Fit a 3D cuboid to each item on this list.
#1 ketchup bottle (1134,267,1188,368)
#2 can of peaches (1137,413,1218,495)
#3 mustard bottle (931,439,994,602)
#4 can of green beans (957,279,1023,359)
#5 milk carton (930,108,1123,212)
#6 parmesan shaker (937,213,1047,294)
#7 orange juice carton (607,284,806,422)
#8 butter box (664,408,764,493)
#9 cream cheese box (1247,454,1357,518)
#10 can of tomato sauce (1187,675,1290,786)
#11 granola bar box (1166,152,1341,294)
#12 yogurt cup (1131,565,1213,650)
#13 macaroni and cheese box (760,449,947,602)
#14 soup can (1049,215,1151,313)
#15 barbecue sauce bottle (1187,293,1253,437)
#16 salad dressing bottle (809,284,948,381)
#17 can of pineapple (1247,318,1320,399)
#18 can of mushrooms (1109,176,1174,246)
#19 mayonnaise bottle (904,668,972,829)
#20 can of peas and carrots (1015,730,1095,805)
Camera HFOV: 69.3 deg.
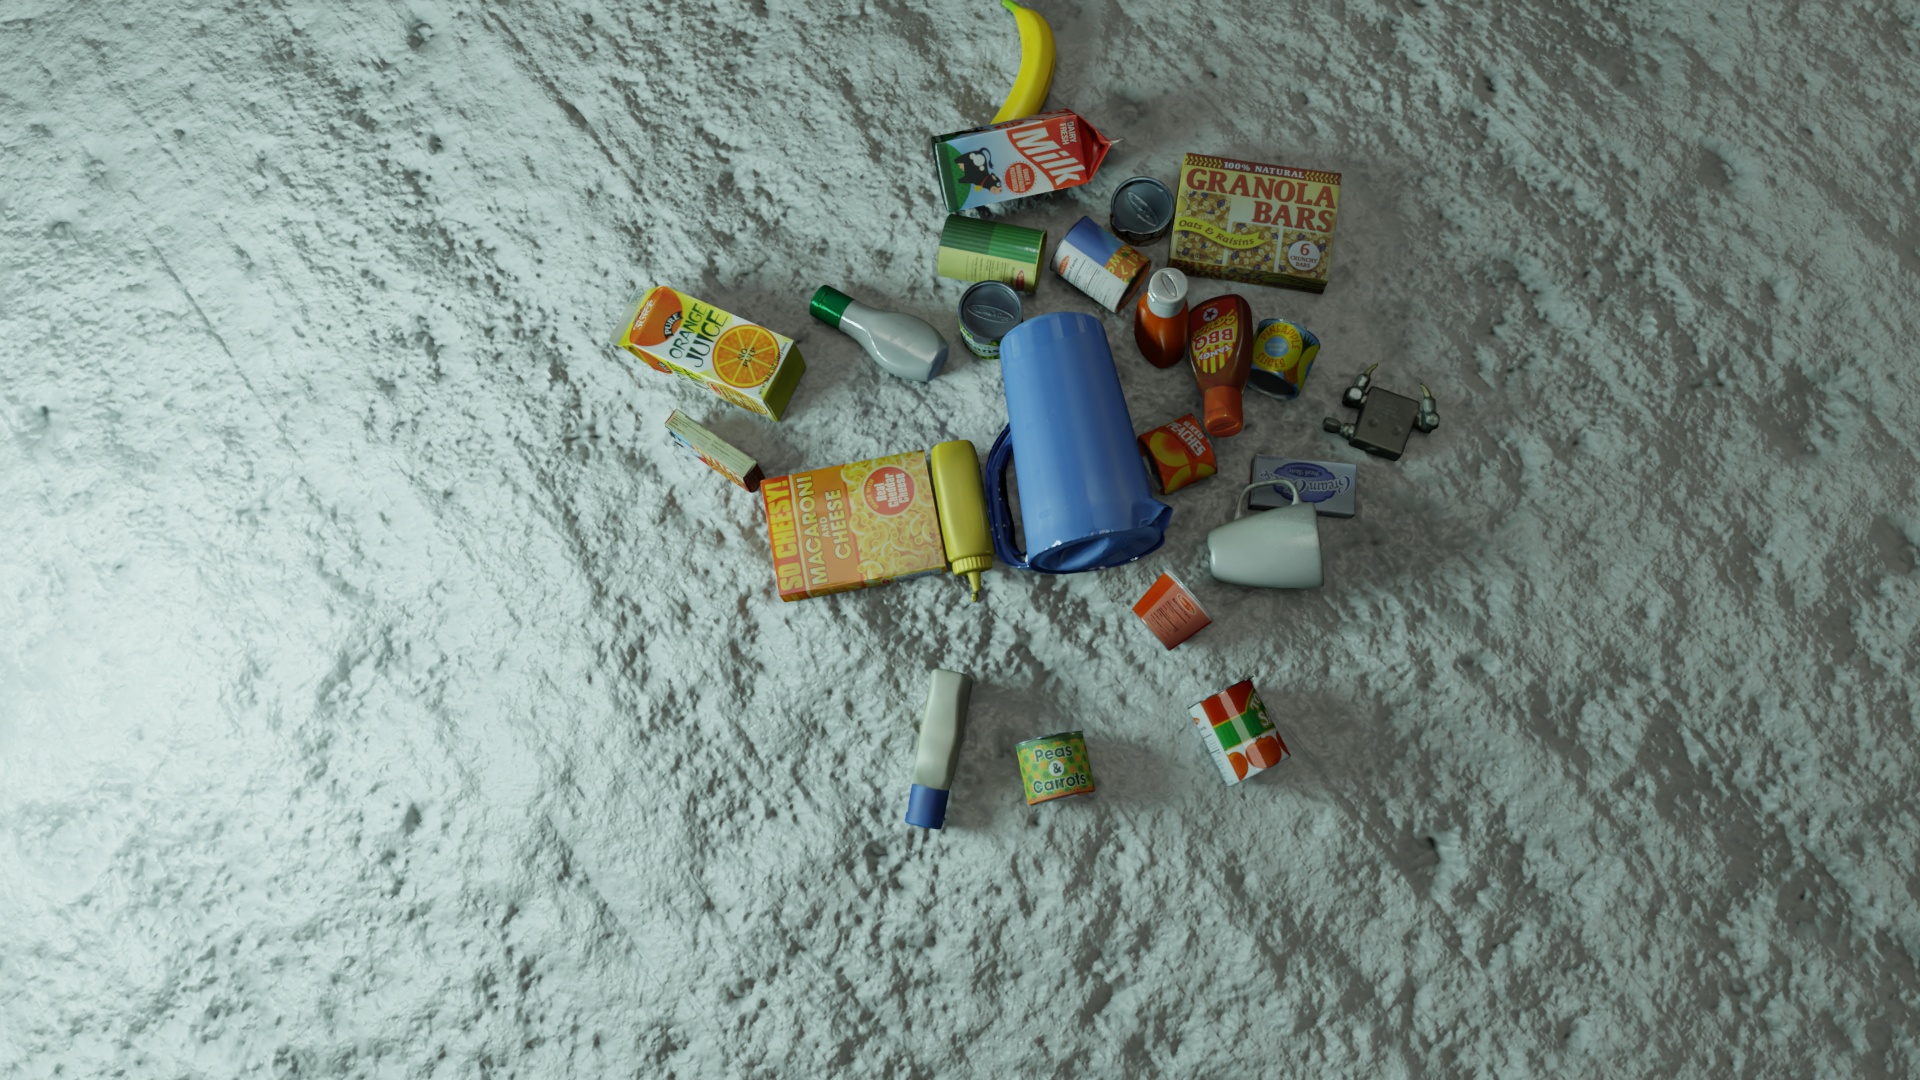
[{"bbox_3d":[0.200,-0.222,1.370,0.043,0.148,0.065,-26,77,-2],"label":"ketchup bottle"},{"bbox_3d":[0.214,-0.086,1.376,0.058,0.071,0.071,-23,77,-2],"label":"can of peaches"},{"bbox_3d":[0.005,-0.017,1.374,0.049,0.065,0.160,-9,81,-2],"label":"mustard bottle"},{"bbox_3d":[0.032,-0.225,1.425,0.071,0.057,0.071,-1,76,2],"label":"can of green beans"},{"bbox_3d":[0.070,-0.401,1.445,0.191,0.072,0.073,-12,112,-1],"label":"milk carton"},{"bbox_3d":[0.033,-0.299,1.436,0.103,0.071,0.071,12,77,6],"label":"parmesan shaker"},{"bbox_3d":[-0.263,-0.198,1.424,0.193,0.073,0.072,24,79,9],"label":"orange juice carton"},{"bbox_3d":[-0.249,-0.090,1.407,0.103,0.053,0.024,33,78,9],"label":"butter box"},{"bbox_3d":[0.341,-0.054,1.385,0.104,0.024,0.053,6,77,4],"label":"cream cheese box"},{"bbox_3d":[0.264,0.180,1.310,0.071,0.071,0.083,-25,77,-3],"label":"can of tomato sauce"},{"bbox_3d":[0.306,-0.331,1.448,0.166,0.039,0.124,9,77,5],"label":"granola bar box"},{"bbox_3d":[0.203,0.070,1.342,0.054,0.072,0.072,-42,78,1],"label":"yogurt cup"},{"bbox_3d":[-0.106,-0.014,1.388,0.166,0.040,0.124,-11,76,0],"label":"macaroni and cheese box"},{"bbox_3d":[0.146,-0.285,1.431,0.084,0.071,0.071,36,81,10],"label":"soup can"},{"bbox_3d":[0.257,-0.171,1.368,0.064,0.043,0.149,-16,53,30],"label":"barbecue sauce bottle"},{"bbox_3d":[-0.085,-0.217,1.436,0.148,0.044,0.064,29,81,10],"label":"salad dressing bottle"},{"bbox_3d":[0.320,-0.182,1.395,0.071,0.071,0.058,24,79,8],"label":"can of pineapple"},{"bbox_3d":[0.188,-0.344,1.459,0.071,0.033,0.071,0,77,2],"label":"can of mushrooms"},{"bbox_3d":[-0.021,0.198,1.323,0.041,0.064,0.148,10,81,8],"label":"mayonnaise bottle"},{"bbox_3d":[0.090,0.214,1.308,0.071,0.071,0.059,-12,77,0],"label":"can of peas and carrots"}]
